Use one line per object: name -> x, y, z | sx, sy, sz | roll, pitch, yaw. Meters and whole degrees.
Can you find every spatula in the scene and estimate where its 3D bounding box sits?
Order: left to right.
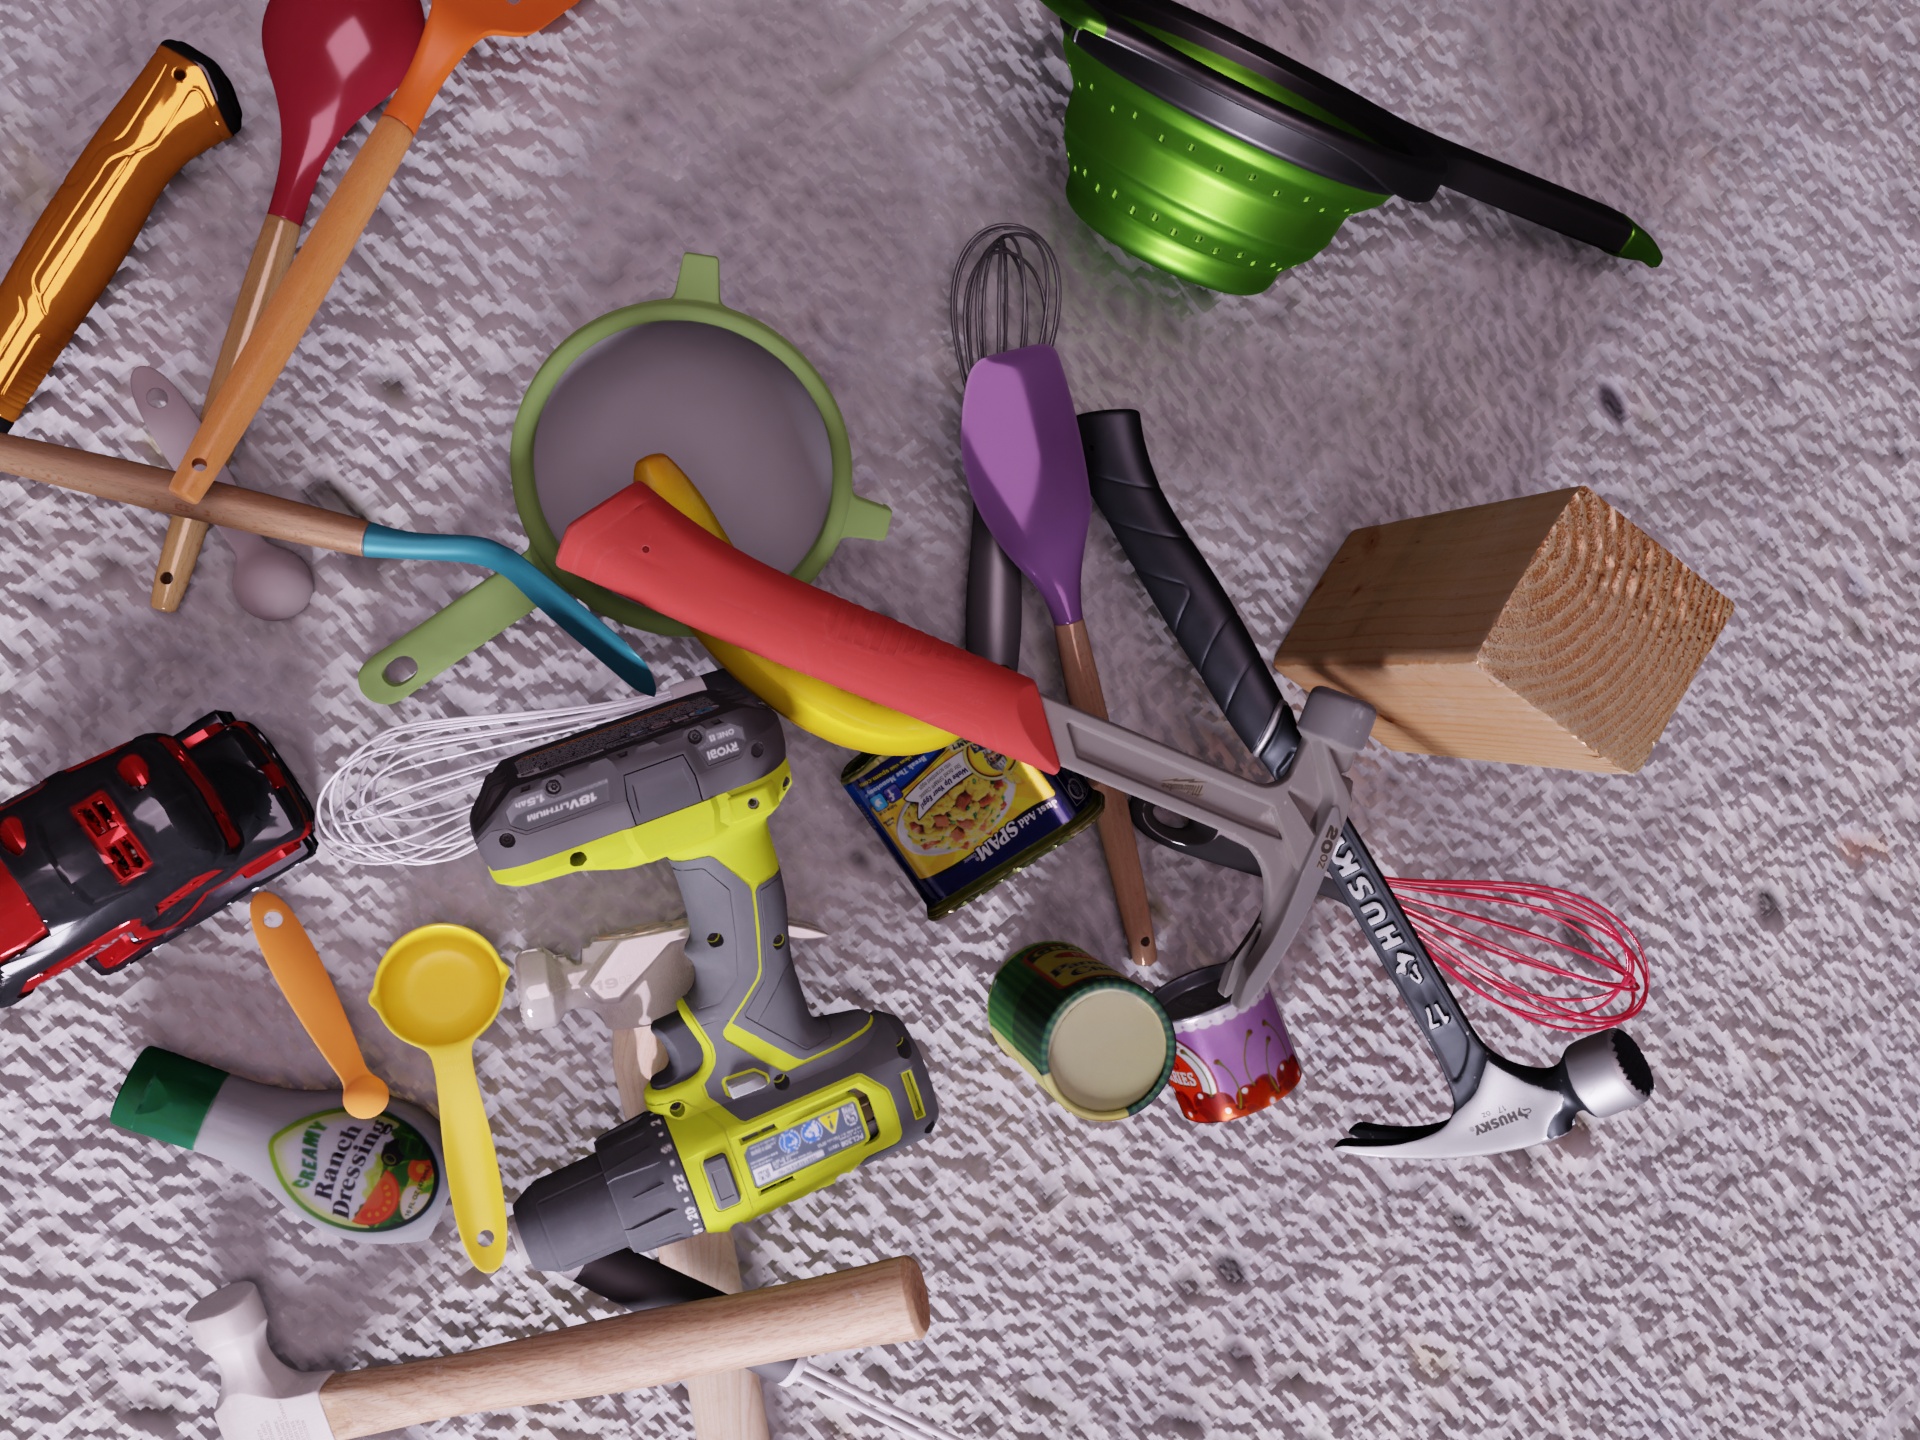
spatula -> -0.280, -0.073, 0.672 | 0.317, 0.082, 0.044 | 14, 78, -5
spatula -> -0.255, -0.233, 0.688 | 0.081, 0.041, 0.323 | 28, 76, -20
spatula -> 0.056, -0.024, 0.781 | 0.060, 0.018, 0.315 | -17, 104, -11

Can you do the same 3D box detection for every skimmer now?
skimmer -> -0.030, 0.346, 0.727 | 0.363, 0.090, 0.127 | 32, 119, -11

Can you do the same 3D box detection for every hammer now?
hammer -> -0.423, -0.150, 0.684 | 0.127, 0.034, 0.337 | 32, 86, -12
hammer -> -0.173, 0.285, 0.700 | 0.331, 0.031, 0.130 | -14, 100, 10
hammer -> -0.109, 0.299, 0.769 | 0.146, 0.038, 0.410 | -9, 94, -13
hammer -> -0.001, -0.002, 0.685 | 0.359, 0.037, 0.149 | 22, 93, -11
hammer -> 0.156, 0.024, 0.767 | 0.036, 0.149, 0.409 | -18, 76, -54

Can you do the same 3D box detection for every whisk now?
whisk -> -0.156, 0.003, 0.741 | 0.284, 0.070, 0.070 | -20, 96, -16
whisk -> 0.021, -0.124, 0.783 | 0.055, 0.055, 0.239 | 1, 96, -12
whisk -> 0.225, 0.092, 0.828 | 0.295, 0.073, 0.073 | 20, 87, -5

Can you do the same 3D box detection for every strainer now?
strainer -> -0.169, -0.091, 0.739 | 0.256, 0.069, 0.151 | -33, 110, 8

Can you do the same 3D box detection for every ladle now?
ladle -> -0.313, -0.200, 0.716 | 0.069, 0.031, 0.315 | 17, 90, -6

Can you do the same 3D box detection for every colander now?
colander -> 0.187, -0.255, 0.788 | 0.396, 0.205, 0.094 | 9, 124, -28

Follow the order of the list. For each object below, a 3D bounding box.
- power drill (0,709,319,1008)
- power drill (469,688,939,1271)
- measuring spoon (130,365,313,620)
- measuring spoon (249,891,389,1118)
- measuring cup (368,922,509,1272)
power drill -> -0.338, 0.059, 0.617 | 0.143, 0.220, 0.078 | -32, 98, -10
power drill -> -0.128, 0.118, 0.694 | 0.190, 0.080, 0.228 | -20, 104, -16
measuring spoon -> -0.327, -0.099, 0.702 | 0.034, 0.018, 0.124 | -33, 114, -19
measuring spoon -> -0.291, 0.127, 0.719 | 0.021, 0.011, 0.117 | -26, 79, -33
measuring cup -> -0.227, 0.171, 0.724 | 0.062, 0.029, 0.156 | -11, 79, -17
